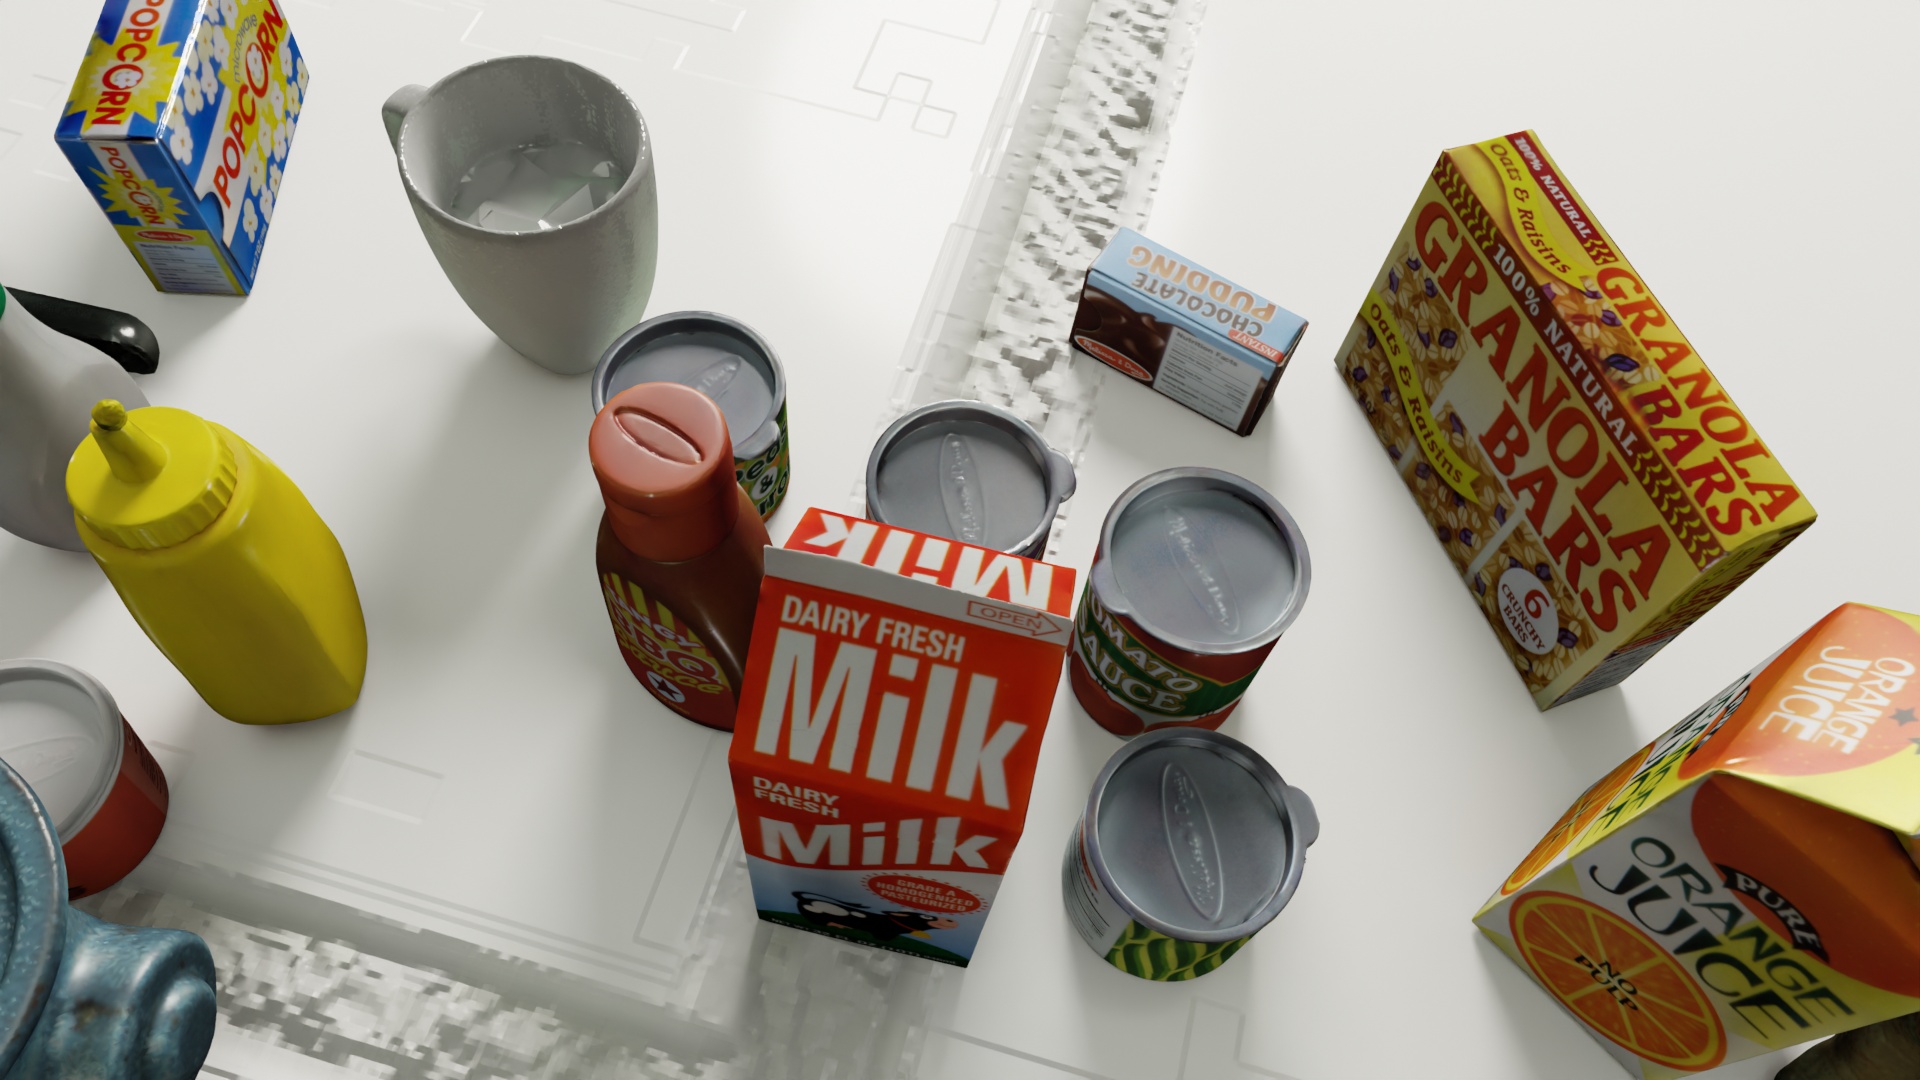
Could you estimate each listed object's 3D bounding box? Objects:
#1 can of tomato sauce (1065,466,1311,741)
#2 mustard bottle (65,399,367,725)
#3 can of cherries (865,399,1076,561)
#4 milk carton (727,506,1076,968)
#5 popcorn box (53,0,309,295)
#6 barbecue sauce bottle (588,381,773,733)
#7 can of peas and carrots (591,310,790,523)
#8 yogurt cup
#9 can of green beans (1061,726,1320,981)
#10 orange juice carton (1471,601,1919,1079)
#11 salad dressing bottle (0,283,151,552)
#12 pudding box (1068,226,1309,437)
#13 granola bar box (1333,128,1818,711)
[{"bbox_3d":[0.071,0.026,0.464,0.071,0.082,0.071,2,61,-4],"label":"can of tomato sauce"},{"bbox_3d":[-0.220,0.002,0.409,0.049,0.159,0.065,-12,62,-11],"label":"mustard bottle"},{"bbox_3d":[0.002,-0.006,0.491,0.071,0.058,0.072,2,61,-4],"label":"can of cherries"},{"bbox_3d":[-0.016,0.054,0.379,0.072,0.189,0.074,13,61,2],"label":"milk carton"},{"bbox_3d":[-0.299,-0.172,0.544,0.038,0.084,0.127,0,61,-5],"label":"popcorn box"},{"bbox_3d":[-0.083,0.008,0.424,0.065,0.147,0.044,31,63,12],"label":"barbecue sauce bottle"},{"bbox_3d":[-0.093,-0.038,0.500,0.071,0.058,0.071,2,61,-4],"label":"can of peas and carrots"},{"bbox_3d":[-0.281,0.076,0.422,0.072,0.053,0.073,2,61,-4],"label":"yogurt cup"},{"bbox_3d":[0.068,0.100,0.436,0.071,0.057,0.071,2,61,-4],"label":"can of green beans"},{"bbox_3d":[0.225,0.084,0.381,0.072,0.191,0.073,-38,70,-22],"label":"orange juice carton"},{"bbox_3d":[-0.302,-0.050,0.438,0.044,0.147,0.064,10,61,1],"label":"salad dressing bottle"},{"bbox_3d":[0.088,-0.082,0.546,0.084,0.049,0.030,29,63,12],"label":"pudding box"},{"bbox_3d":[0.204,-0.040,0.489,0.039,0.123,0.166,-16,63,-13],"label":"granola bar box"}]
